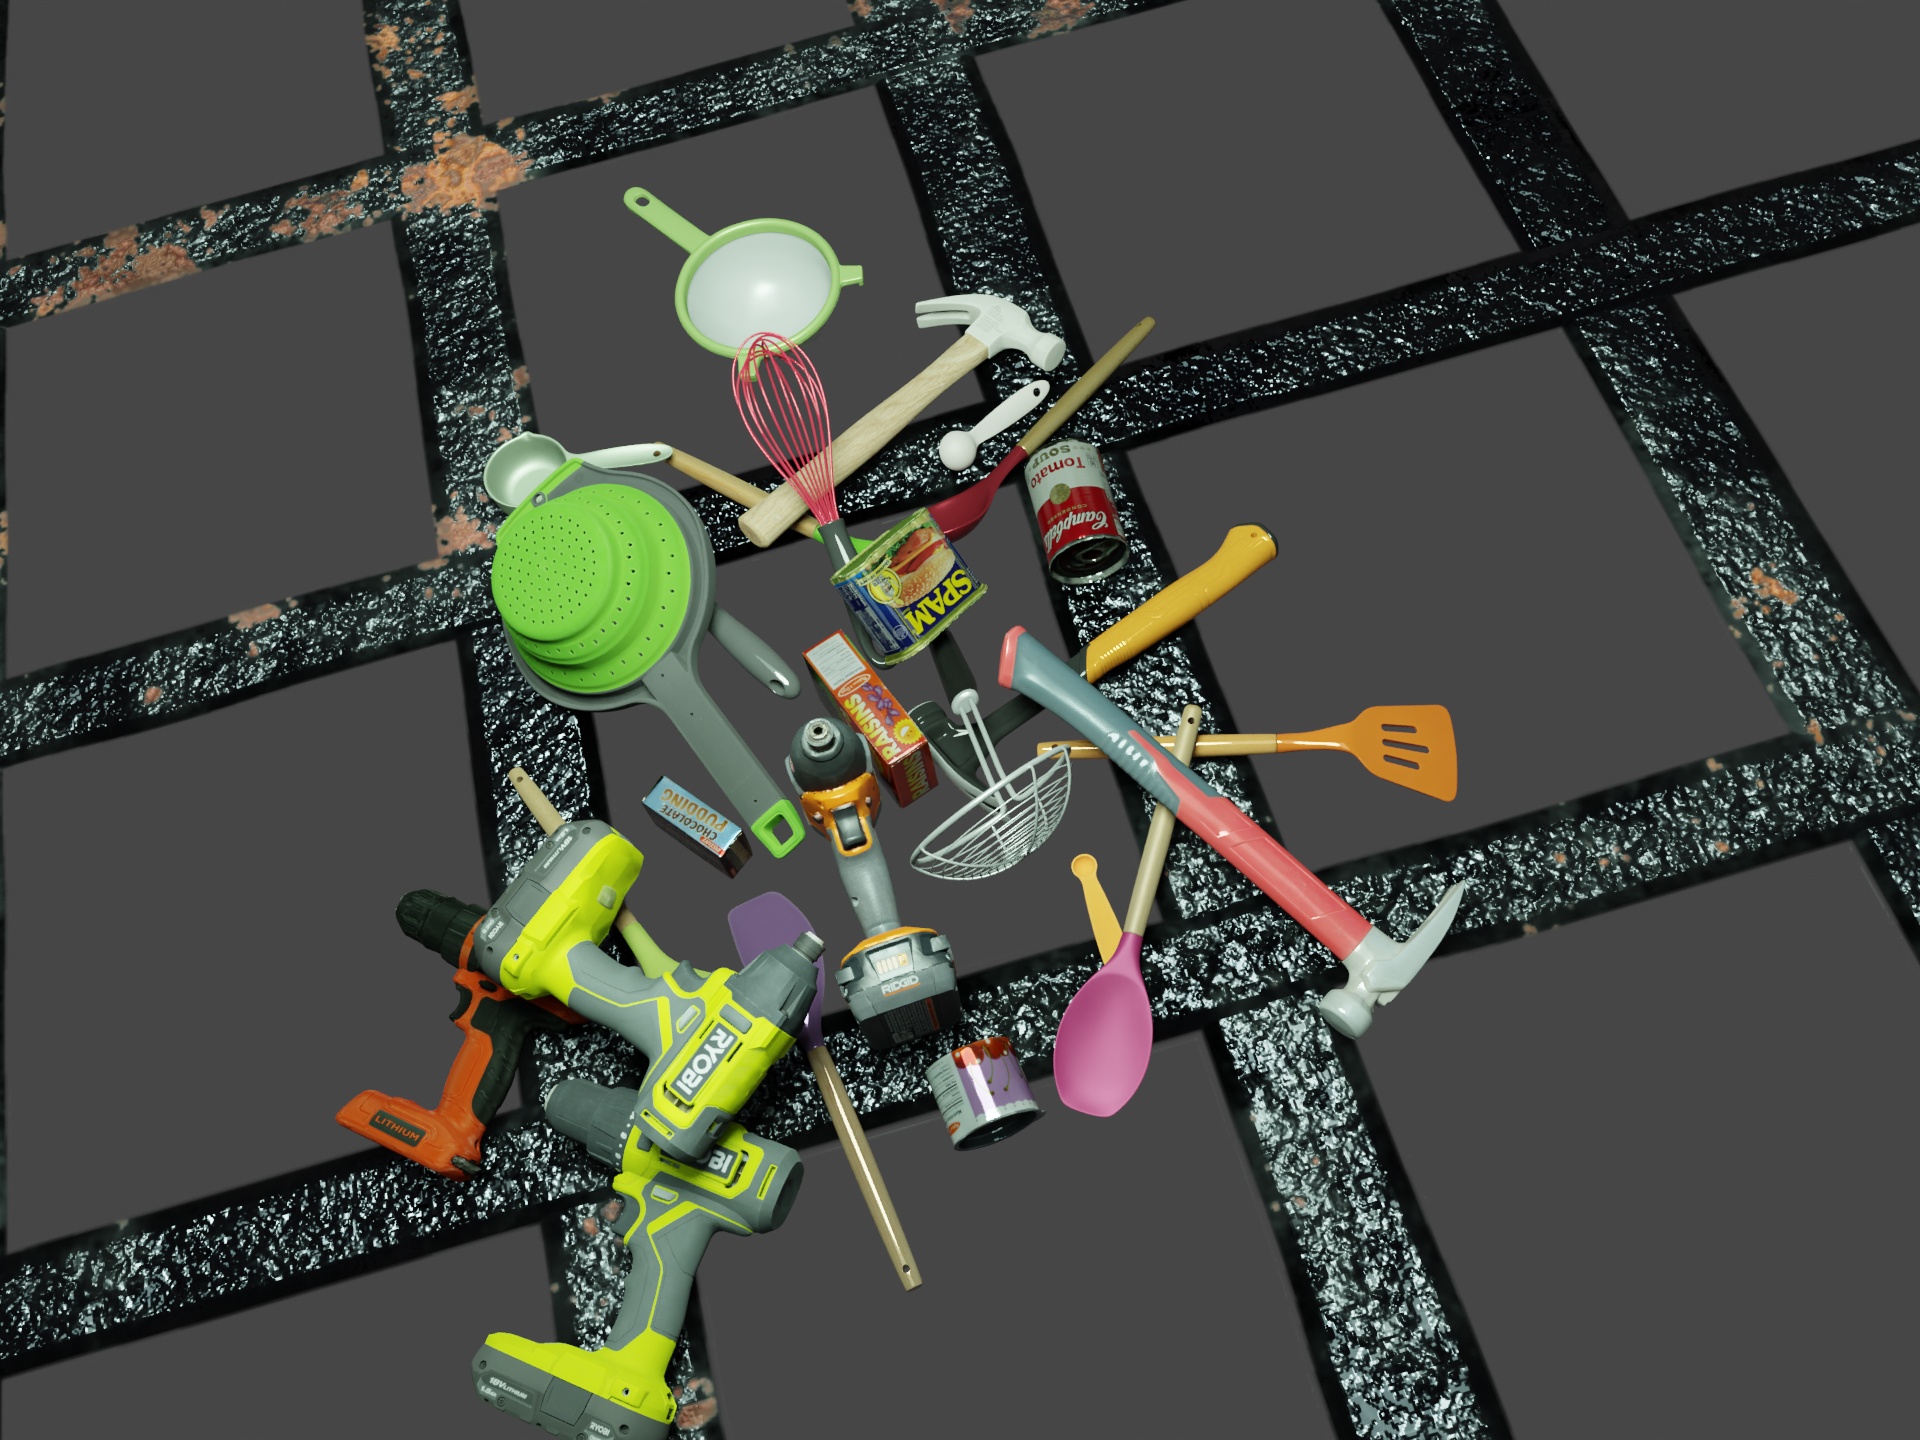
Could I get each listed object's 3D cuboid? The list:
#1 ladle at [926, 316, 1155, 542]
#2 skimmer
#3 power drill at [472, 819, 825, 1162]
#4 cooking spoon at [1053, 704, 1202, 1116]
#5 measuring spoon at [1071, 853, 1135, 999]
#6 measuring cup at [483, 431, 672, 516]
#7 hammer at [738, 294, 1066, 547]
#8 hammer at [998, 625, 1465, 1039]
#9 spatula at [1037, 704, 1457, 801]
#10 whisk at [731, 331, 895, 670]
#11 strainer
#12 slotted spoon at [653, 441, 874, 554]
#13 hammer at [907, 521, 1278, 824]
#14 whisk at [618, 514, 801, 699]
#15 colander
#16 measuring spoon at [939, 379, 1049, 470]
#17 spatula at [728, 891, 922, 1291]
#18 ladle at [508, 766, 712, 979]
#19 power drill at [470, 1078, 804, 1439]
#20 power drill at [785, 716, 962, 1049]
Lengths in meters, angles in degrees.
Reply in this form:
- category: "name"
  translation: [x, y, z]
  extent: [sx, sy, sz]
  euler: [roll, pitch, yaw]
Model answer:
- category: "ladle"
  translation: [0.068, -0.251, 1.380]
  extent: [0.315, 0.031, 0.069]
  euler: [-46, 37, -18]
- category: "skimmer"
  translation: [-0.002, -0.004, 1.140]
  extent: [0.127, 0.090, 0.364]
  euler: [-38, 29, 10]
- category: "power drill"
  translation: [-0.215, 0.175, 1.117]
  extent: [0.223, 0.080, 0.171]
  euler: [33, 79, 21]
- category: "cooking spoon"
  translation: [0.135, 0.135, 1.184]
  extent: [0.069, 0.017, 0.319]
  euler: [15, 73, 10]
- category: "measuring spoon"
  translation: [0.109, 0.155, 1.197]
  extent: [0.021, 0.011, 0.117]
  euler: [-18, 68, 0]
- category: "measuring cup"
  translation: [-0.334, -0.218, 1.406]
  extent: [0.167, 0.038, 0.083]
  euler: [-8, 64, 0]
- category: "hammer"
  translation: [-0.065, -0.264, 1.385]
  extent: [0.130, 0.031, 0.331]
  euler: [38, 68, 23]
- category: "hammer"
  translation: [0.188, 0.053, 1.181]
  extent: [0.386, 0.038, 0.143]
  euler: [42, 74, 10]
- category: "spatula"
  translation: [0.222, 0.023, 1.240]
  extent: [0.322, 0.041, 0.081]
  euler: [-2, 65, 10]
- category: "whisk"
  translation: [-0.113, -0.179, 1.301]
  extent: [0.073, 0.073, 0.296]
  euler: [-22, 91, -4]
- category: "strainer"
  translation: [-0.216, -0.407, 1.463]
  extent: [0.256, 0.069, 0.151]
  euler: [40, 77, 22]
- category: "slotted spoon"
  translation: [-0.144, -0.172, 1.369]
  extent: [0.314, 0.031, 0.070]
  euler: [29, 71, 19]
- category: "hammer"
  translation: [0.124, -0.053, 1.270]
  extent: [0.337, 0.034, 0.127]
  euler: [-35, 53, -12]
- category: "whisk"
  translation: [-0.216, -0.098, 1.332]
  extent: [0.239, 0.055, 0.055]
  euler: [42, 76, 17]
- category: "colander"
  translation: [-0.259, -0.052, 1.259]
  extent: [0.204, 0.094, 0.397]
  euler: [-42, 72, 10]
- category: "measuring spoon"
  translation: [0.034, -0.261, 1.388]
  extent: [0.124, 0.018, 0.034]
  euler: [-39, 110, -16]
- category: "spatula"
  translation: [-0.094, 0.263, 1.162]
  extent: [0.060, 0.018, 0.316]
  euler: [-23, 64, -6]
- category: "ladle"
  translation: [-0.264, 0.148, 1.230]
  extent: [0.078, 0.062, 0.320]
  euler: [-39, 60, -10]
- category: "power drill"
  translation: [-0.237, 0.369, 1.097]
  extent: [0.190, 0.080, 0.229]
  euler: [17, 65, 14]
- category: "power drill"
  translation: [-0.070, 0.109, 1.153]
  extent: [0.084, 0.164, 0.227]
  euler: [-18, 66, -5]
